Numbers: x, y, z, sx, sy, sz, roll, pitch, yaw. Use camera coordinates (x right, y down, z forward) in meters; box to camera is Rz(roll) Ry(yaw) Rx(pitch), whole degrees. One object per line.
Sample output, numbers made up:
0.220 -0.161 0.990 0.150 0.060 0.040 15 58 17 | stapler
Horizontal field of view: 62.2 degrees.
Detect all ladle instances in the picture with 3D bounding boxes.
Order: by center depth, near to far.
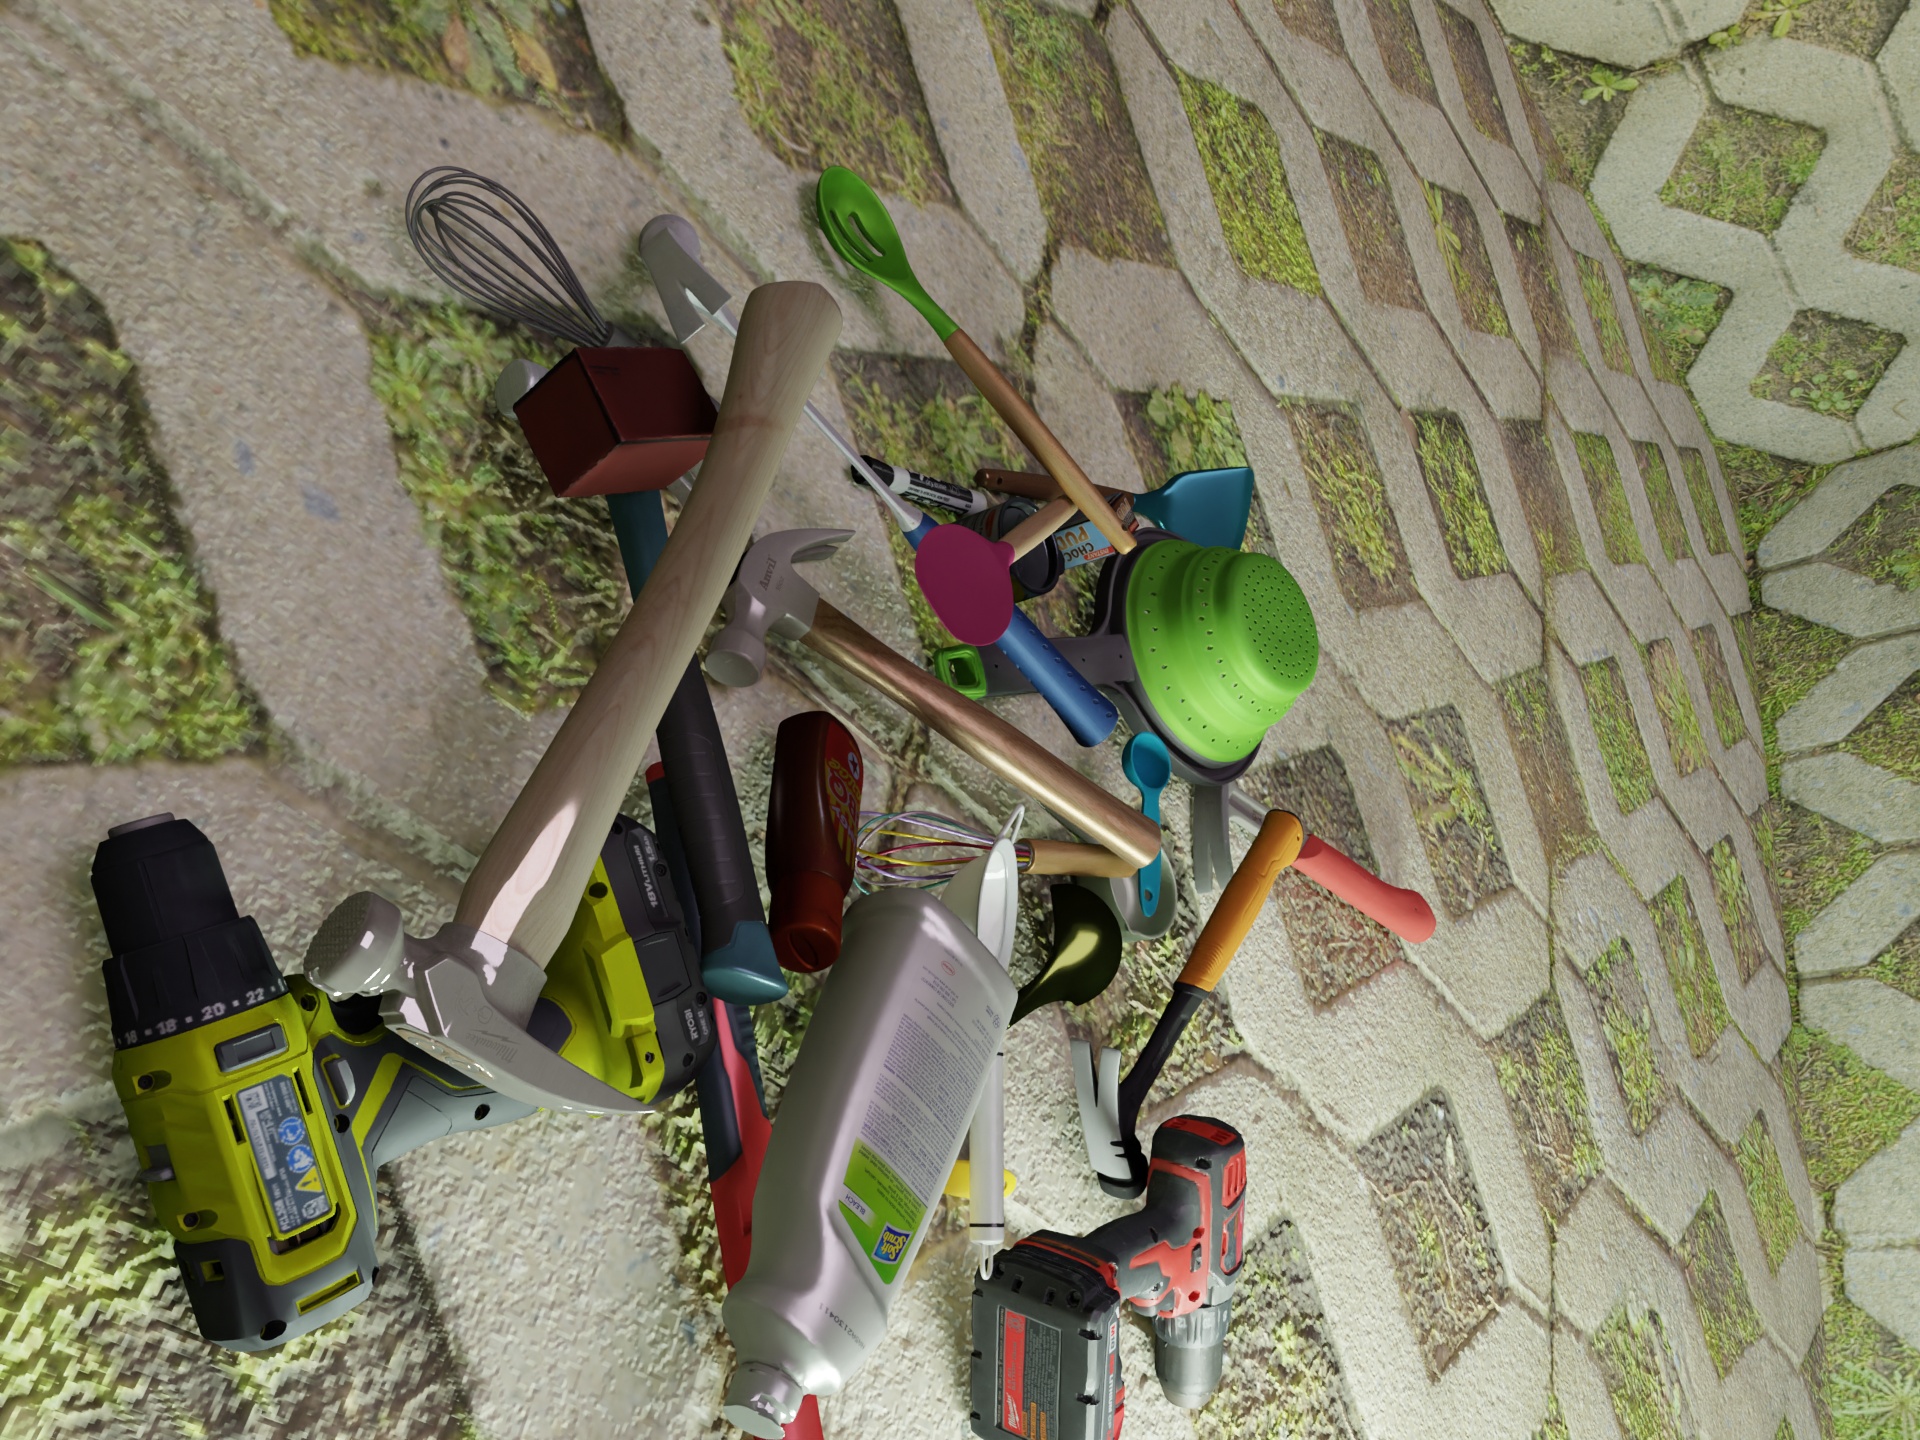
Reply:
-0.003 0.185 0.927 0.320 0.062 0.078 -30 113 -45 | ladle

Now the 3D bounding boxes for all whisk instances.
-0.187 -0.200 0.829 0.238 0.055 0.055 37 50 -44 | whisk
0.025 0.084 0.966 0.244 0.047 0.051 8 75 -42 | whisk

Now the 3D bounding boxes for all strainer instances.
0.012 0.173 0.881 0.086 0.050 0.259 49 39 -67 | strainer

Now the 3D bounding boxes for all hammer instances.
-0.124 -0.035 0.698 0.146 0.038 0.411 42 52 -32 | hammer
-0.118 0.208 0.757 0.143 0.038 0.386 -3 76 -41 | hammer
-0.140 -0.022 0.776 0.128 0.033 0.331 10 57 -50 | hammer
-0.035 -0.121 0.924 0.405 0.035 0.144 46 9 -29 | hammer
-0.002 -0.003 0.951 0.331 0.031 0.130 34 46 -27 | hammer
0.167 0.163 1.096 0.337 0.034 0.127 -49 136 -44 | hammer
0.304 0.128 1.336 0.358 0.037 0.149 32 53 -41 | hammer

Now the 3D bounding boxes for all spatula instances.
0.121 -0.169 1.209 0.317 0.044 0.082 -2 106 -50 | spatula

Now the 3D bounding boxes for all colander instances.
0.144 -0.054 1.124 0.397 0.094 0.204 -7 80 -47 | colander

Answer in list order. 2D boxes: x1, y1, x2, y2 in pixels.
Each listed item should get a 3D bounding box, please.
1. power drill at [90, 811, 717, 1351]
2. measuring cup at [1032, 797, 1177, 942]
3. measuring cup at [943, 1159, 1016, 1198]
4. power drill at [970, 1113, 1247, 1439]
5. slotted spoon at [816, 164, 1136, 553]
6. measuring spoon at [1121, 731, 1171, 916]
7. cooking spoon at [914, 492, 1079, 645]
-0.221 0.111 0.639 0.228 0.080 0.190 -18 91 -51 | power drill
0.082 0.088 1.071 0.167 0.038 0.083 43 47 -26 | measuring cup
-0.004 0.259 0.884 0.156 0.029 0.062 27 85 -50 | measuring cup
0.100 0.355 0.940 0.226 0.080 0.188 -14 109 -54 | power drill
0.010 -0.231 1.040 0.314 0.031 0.070 49 40 -3 | slotted spoon
0.122 0.071 1.083 0.042 0.021 0.129 18 66 -39 | measuring spoon
0.032 -0.105 0.950 0.068 0.017 0.319 57 25 -6 | cooking spoon
